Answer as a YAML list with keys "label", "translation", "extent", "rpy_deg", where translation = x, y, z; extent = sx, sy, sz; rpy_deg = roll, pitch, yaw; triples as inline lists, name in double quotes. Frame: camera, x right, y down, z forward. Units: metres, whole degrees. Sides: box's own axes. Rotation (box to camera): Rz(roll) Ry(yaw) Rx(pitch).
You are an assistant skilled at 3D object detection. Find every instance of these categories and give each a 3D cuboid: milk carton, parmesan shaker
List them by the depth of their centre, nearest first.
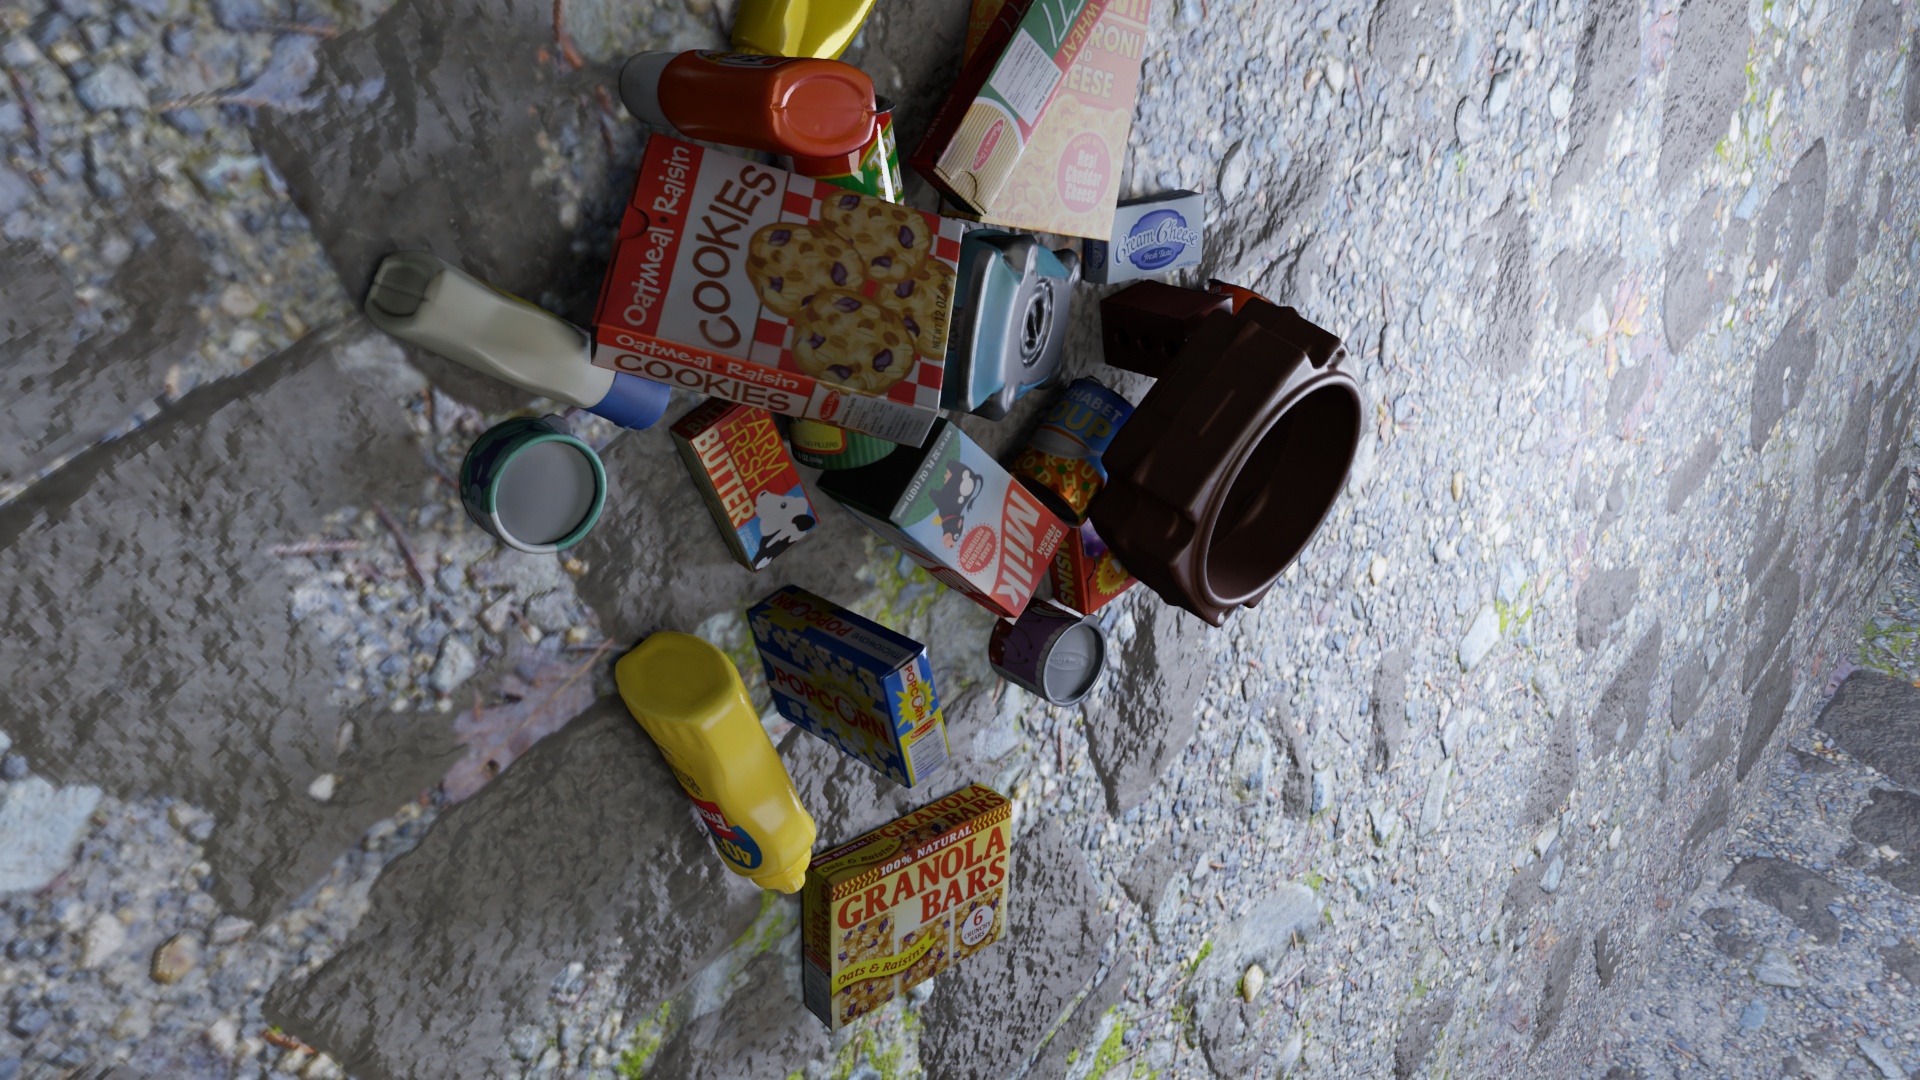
- label: "parmesan shaker"
  translation: [-0.071, -0.099, 0.798]
  extent: [0.071, 0.071, 0.102]
  rpy_deg: [-28, 124, -34]
- label: "milk carton"
  translation: [0.003, -0.011, 0.906]
  extent: [0.190, 0.073, 0.072]
  rpy_deg: [40, 78, -46]

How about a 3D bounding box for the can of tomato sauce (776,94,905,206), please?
- label: "can of tomato sauce"
  translation: [-0.063, -0.197, 0.767]
  extent: [0.071, 0.071, 0.082]
  rpy_deg: [-30, 126, -32]

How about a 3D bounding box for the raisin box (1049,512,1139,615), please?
- label: "raisin box"
  translation: [0.121, -0.011, 1.046]
  extent: [0.124, 0.040, 0.085]
  rpy_deg: [-31, 127, -31]

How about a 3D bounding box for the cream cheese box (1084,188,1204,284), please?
- label: "cream cheese box"
  translation: [0.130, -0.215, 0.981]
  extent: [0.104, 0.024, 0.053]
  rpy_deg: [-20, 118, -38]

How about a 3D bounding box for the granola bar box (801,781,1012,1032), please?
- label: "granola bar box"
  translation: [-0.037, 0.261, 1.004]
  extent: [0.166, 0.039, 0.123]
  rpy_deg: [-17, 118, -39]

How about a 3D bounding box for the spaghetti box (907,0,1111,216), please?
- label: "spaghetti box"
  translation: [0.054, -0.306, 0.807]
  extent: [0.050, 0.029, 0.250]
  rpy_deg: [35, 82, -43]

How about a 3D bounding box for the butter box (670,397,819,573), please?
- label: "butter box"
  translation: [-0.124, -0.036, 0.807]
  extent: [0.053, 0.024, 0.103]
  rpy_deg: [-40, 130, -25]

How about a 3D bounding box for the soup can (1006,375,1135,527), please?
- label: "soup can"
  translation: [0.080, -0.062, 0.965]
  extent: [0.084, 0.071, 0.071]
  rpy_deg: [-53, 135, -13]

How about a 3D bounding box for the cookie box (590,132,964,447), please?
- label: "cookie box"
  translation: [-0.088, -0.126, 0.695]
  extent: [0.167, 0.040, 0.123]
  rpy_deg: [14, 60, -12]

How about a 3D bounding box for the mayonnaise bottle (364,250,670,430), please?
- label: "mayonnaise bottle"
  translation: [-0.208, -0.094, 0.677]
  extent: [0.148, 0.065, 0.041]
  rpy_deg: [23, 88, -51]

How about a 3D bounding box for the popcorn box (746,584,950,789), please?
- label: "popcorn box"
  translation: [-0.067, 0.086, 0.839]
  extent: [0.038, 0.127, 0.084]
  rpy_deg: [-35, 129, -32]

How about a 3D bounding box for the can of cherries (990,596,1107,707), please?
- label: "can of cherries"
  translation: [0.065, 0.078, 1.014]
  extent: [0.072, 0.058, 0.071]
  rpy_deg: [-18, 118, -37]

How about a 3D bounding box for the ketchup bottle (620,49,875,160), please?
- label: "ketchup bottle"
  translation: [-0.109, -0.210, 0.660]
  extent: [0.065, 0.149, 0.043]
  rpy_deg: [-13, 115, -41]

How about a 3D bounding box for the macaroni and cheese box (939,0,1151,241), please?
- label: "macaroni and cheese box"
  translation: [0.057, -0.278, 0.871]
  extent: [0.124, 0.040, 0.166]
  rpy_deg: [-4, 109, -44]

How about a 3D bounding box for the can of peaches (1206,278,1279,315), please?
- label: "can of peaches"
  translation: [0.204, -0.155, 1.049]
  extent: [0.071, 0.071, 0.058]
  rpy_deg: [28, 87, -47]

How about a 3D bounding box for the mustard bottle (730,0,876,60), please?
- label: "mustard bottle"
  translation: [-0.084, -0.281, 0.728]
  extent: [0.065, 0.049, 0.160]
  rpy_deg: [31, 84, -47]

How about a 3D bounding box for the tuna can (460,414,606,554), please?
- label: "tuna can"
  translation: [-0.217, -0.030, 0.713]
  extent: [0.071, 0.033, 0.070]
  rpy_deg: [-19, 120, -38]
